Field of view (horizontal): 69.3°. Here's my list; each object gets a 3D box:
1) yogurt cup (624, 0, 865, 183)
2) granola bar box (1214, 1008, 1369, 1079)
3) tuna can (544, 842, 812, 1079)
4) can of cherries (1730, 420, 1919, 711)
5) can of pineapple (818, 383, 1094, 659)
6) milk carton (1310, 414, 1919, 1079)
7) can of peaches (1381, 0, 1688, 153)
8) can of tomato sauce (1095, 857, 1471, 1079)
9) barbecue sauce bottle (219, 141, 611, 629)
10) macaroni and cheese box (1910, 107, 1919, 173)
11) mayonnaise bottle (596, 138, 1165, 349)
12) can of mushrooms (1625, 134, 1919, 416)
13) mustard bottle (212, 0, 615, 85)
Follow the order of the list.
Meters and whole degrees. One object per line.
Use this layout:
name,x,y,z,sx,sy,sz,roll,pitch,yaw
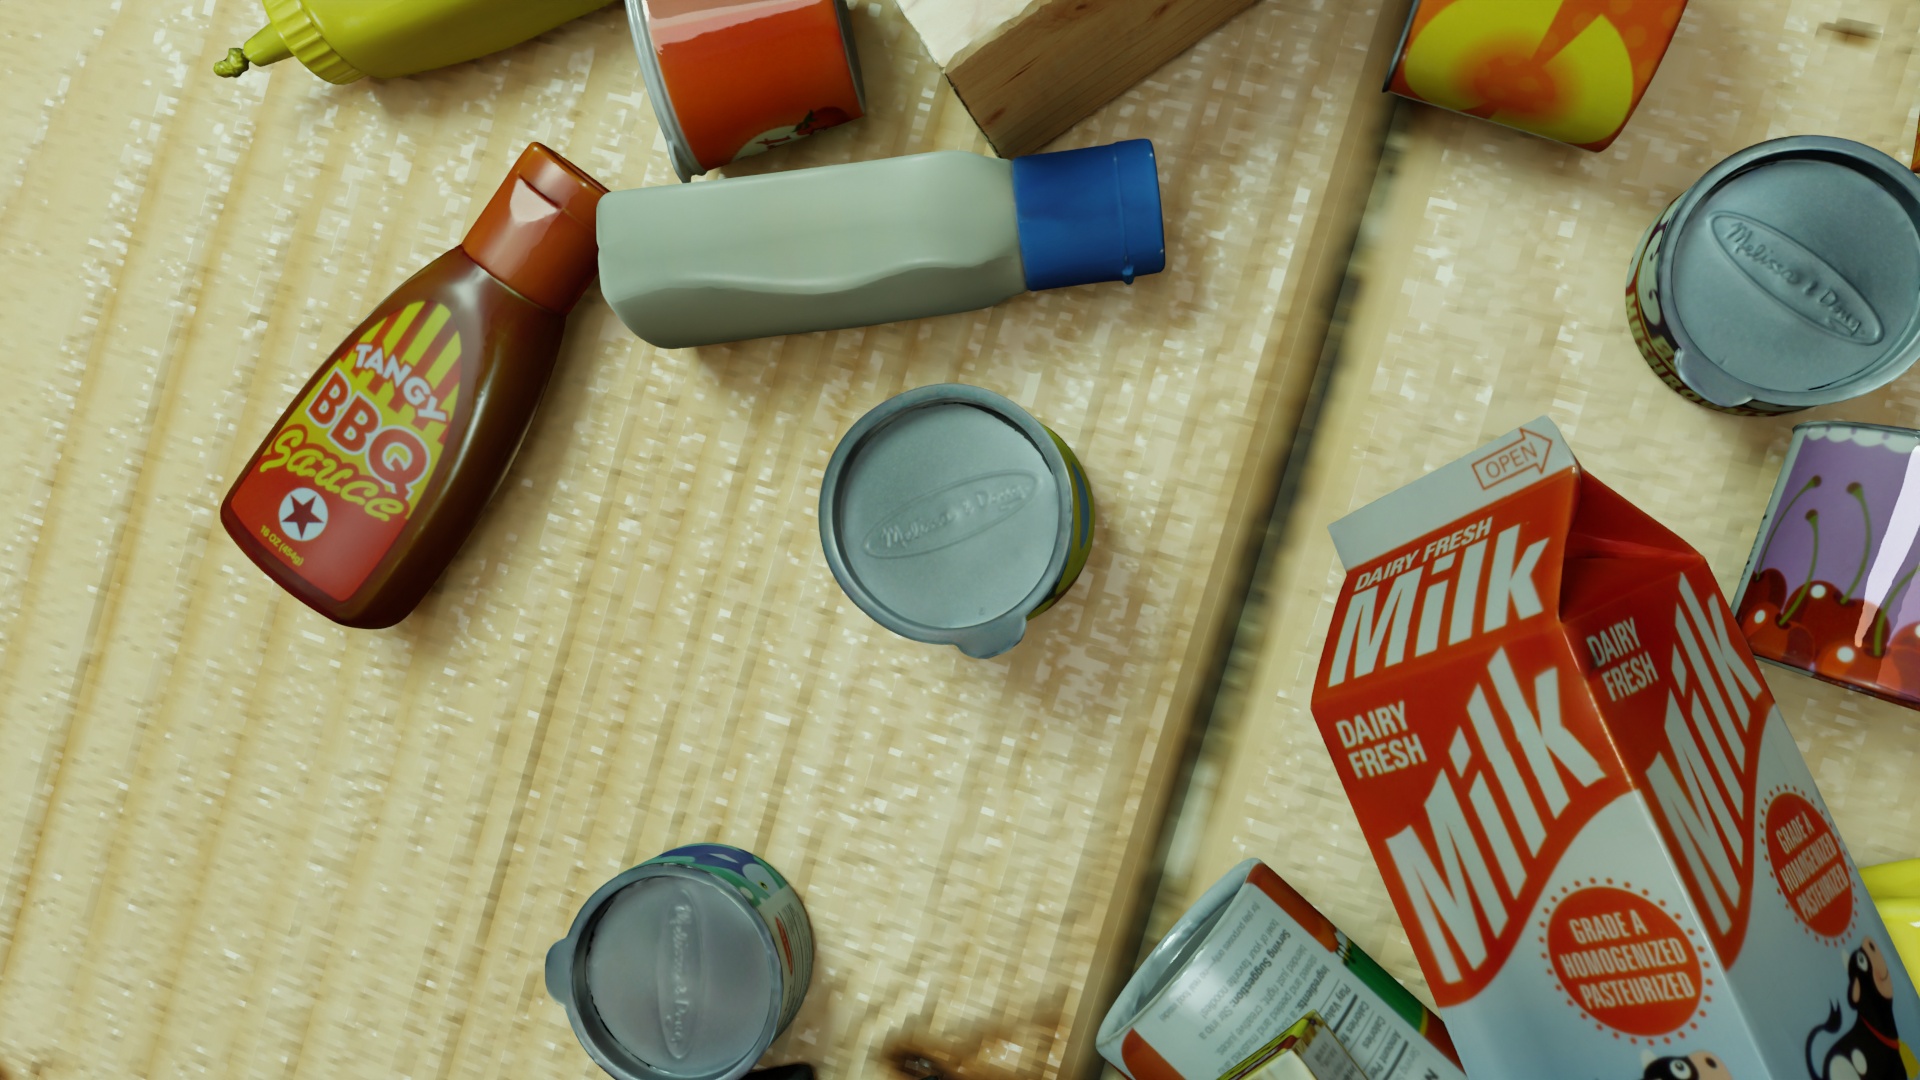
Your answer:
yogurt cup,-0.058,-0.141,0.389,0.054,0.072,0.072,-11,87,3
granola bar box,0.050,0.203,0.302,0.165,0.039,0.124,-42,70,16
tuna can,-0.080,0.123,0.403,0.071,0.033,0.071,0,89,11
can of cherries,0.225,0.010,0.326,0.071,0.071,0.058,19,93,11
can of pineapple,0.001,-0.005,0.377,0.071,0.058,0.071,0,89,12
milk carton,0.148,0.071,0.321,0.072,0.074,0.191,-34,73,49
can of peaches,0.145,-0.138,0.345,0.058,0.071,0.071,21,93,10
can of tomato sauce,0.086,0.133,0.355,0.083,0.071,0.071,41,97,10
barbecue sauce bottle,-0.154,-0.048,0.416,0.065,0.043,0.148,38,96,10
macaroni and cheese box,0.310,-0.166,0.328,0.124,0.040,0.166,8,90,11
mayonnaise bottle,-0.020,-0.082,0.382,0.148,0.065,0.041,-6,84,7
can of mushrooms,0.205,-0.063,0.350,0.071,0.033,0.071,0,89,11
mustard bottle,-0.156,-0.176,0.416,0.160,0.049,0.065,-22,85,11
